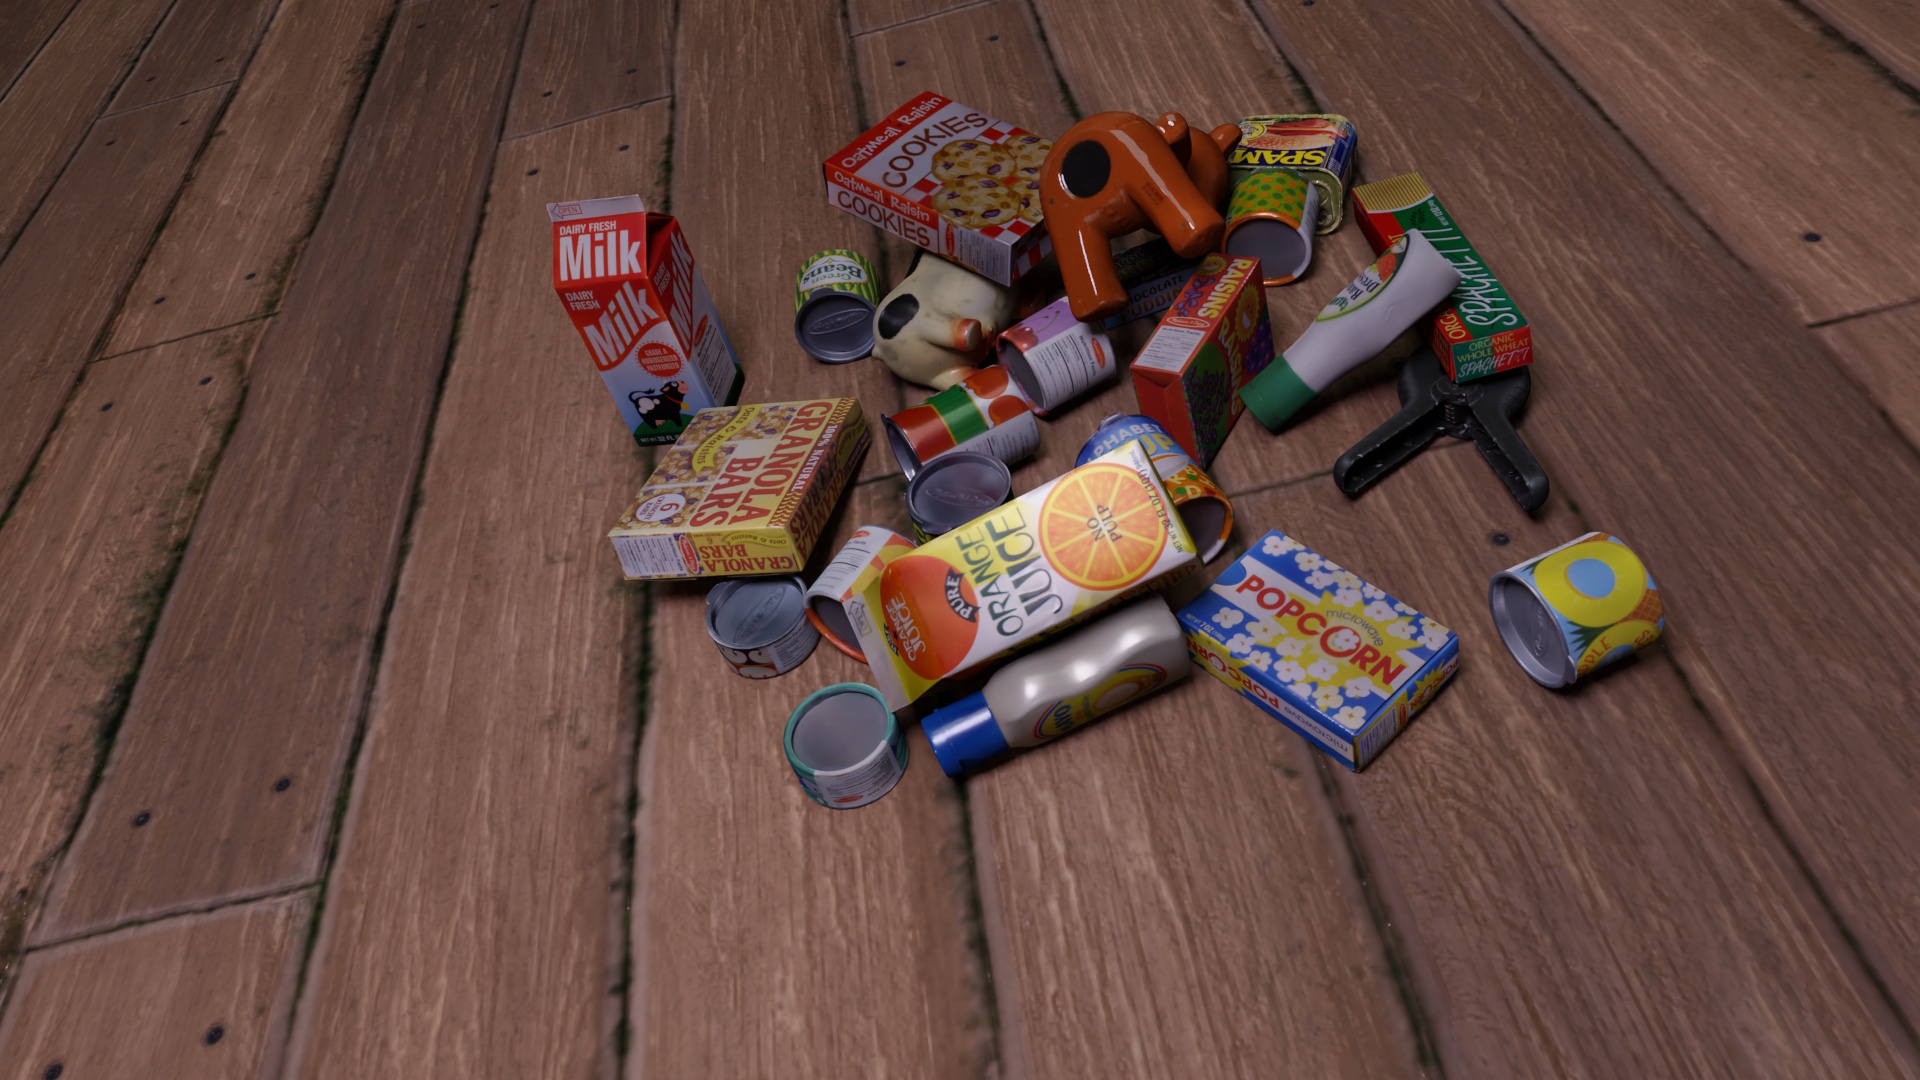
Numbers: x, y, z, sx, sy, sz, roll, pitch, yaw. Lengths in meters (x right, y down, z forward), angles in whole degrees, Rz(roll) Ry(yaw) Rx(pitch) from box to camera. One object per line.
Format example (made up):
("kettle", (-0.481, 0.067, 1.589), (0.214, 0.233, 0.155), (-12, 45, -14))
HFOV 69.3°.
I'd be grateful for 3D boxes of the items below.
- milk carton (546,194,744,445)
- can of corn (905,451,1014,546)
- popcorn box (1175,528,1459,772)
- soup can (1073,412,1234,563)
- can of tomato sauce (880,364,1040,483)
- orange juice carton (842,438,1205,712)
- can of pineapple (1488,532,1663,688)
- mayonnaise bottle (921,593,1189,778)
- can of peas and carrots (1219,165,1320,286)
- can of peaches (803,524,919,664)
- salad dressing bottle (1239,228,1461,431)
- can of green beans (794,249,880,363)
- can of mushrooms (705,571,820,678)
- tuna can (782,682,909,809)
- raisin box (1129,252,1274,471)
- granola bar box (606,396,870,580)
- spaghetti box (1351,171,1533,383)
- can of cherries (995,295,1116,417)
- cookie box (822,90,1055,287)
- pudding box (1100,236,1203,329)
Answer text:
("milk carton", (-0.225, -0.162, 0.990), (0.072, 0.189, 0.074), (-3, 46, 14))
("can of corn", (0.003, -0.011, 0.868), (0.071, 0.058, 0.071), (-8, 45, 9))
("popcorn box", (0.193, 0.057, 0.759), (0.085, 0.038, 0.127), (-39, 49, -19))
("soup can", (0.116, -0.028, 0.842), (0.071, 0.071, 0.084), (-26, 45, -9))
("can of tomato sauce", (0.000, -0.071, 0.921), (0.083, 0.071, 0.071), (-28, 46, -12))
("orange juice carton", (0.032, 0.023, 0.767), (0.192, 0.073, 0.072), (-26, 76, 7))
("can of pineapple", (0.320, 0.037, 0.721), (0.058, 0.070, 0.071), (-23, 45, -6))
("mayonnaise bottle", (0.052, 0.083, 0.763), (0.148, 0.064, 0.041), (-26, 58, -2))
("can of peas and carrots", (0.222, -0.227, 1.006), (0.071, 0.070, 0.059), (3, 49, 20))
("can of peaches", (-0.051, 0.035, 0.837), (0.071, 0.071, 0.058), (18, 55, 31))
("salad dressing bottle", (0.243, -0.129, 0.875), (0.147, 0.044, 0.064), (-43, 15, 21))
("can of green beans", (-0.093, -0.178, 1.054), (0.071, 0.071, 0.058), (-12, 45, 6))
("can of mushrooms", (-0.124, 0.050, 0.865), (0.071, 0.033, 0.071), (-9, 46, 9))
("tuna can", (-0.066, 0.113, 0.787), (0.071, 0.032, 0.071), (-8, 46, 9))
("raisin box", (0.159, -0.116, 0.903), (0.040, 0.085, 0.124), (13, 52, 33))
("granola bar box", (-0.142, -0.036, 0.926), (0.124, 0.039, 0.166), (-3, 33, 16))
("spaghetti box", (0.317, -0.183, 0.931), (0.050, 0.028, 0.251), (-14, 35, 9))
("can of cherries", (0.064, -0.127, 0.958), (0.058, 0.071, 0.072), (-31, 46, -12))
("cookie box", (0.003, -0.261, 1.011), (0.168, 0.040, 0.123), (30, 54, 23))
("pudding box", (0.135, -0.193, 1.024), (0.084, 0.030, 0.050), (-19, 44, -2))
